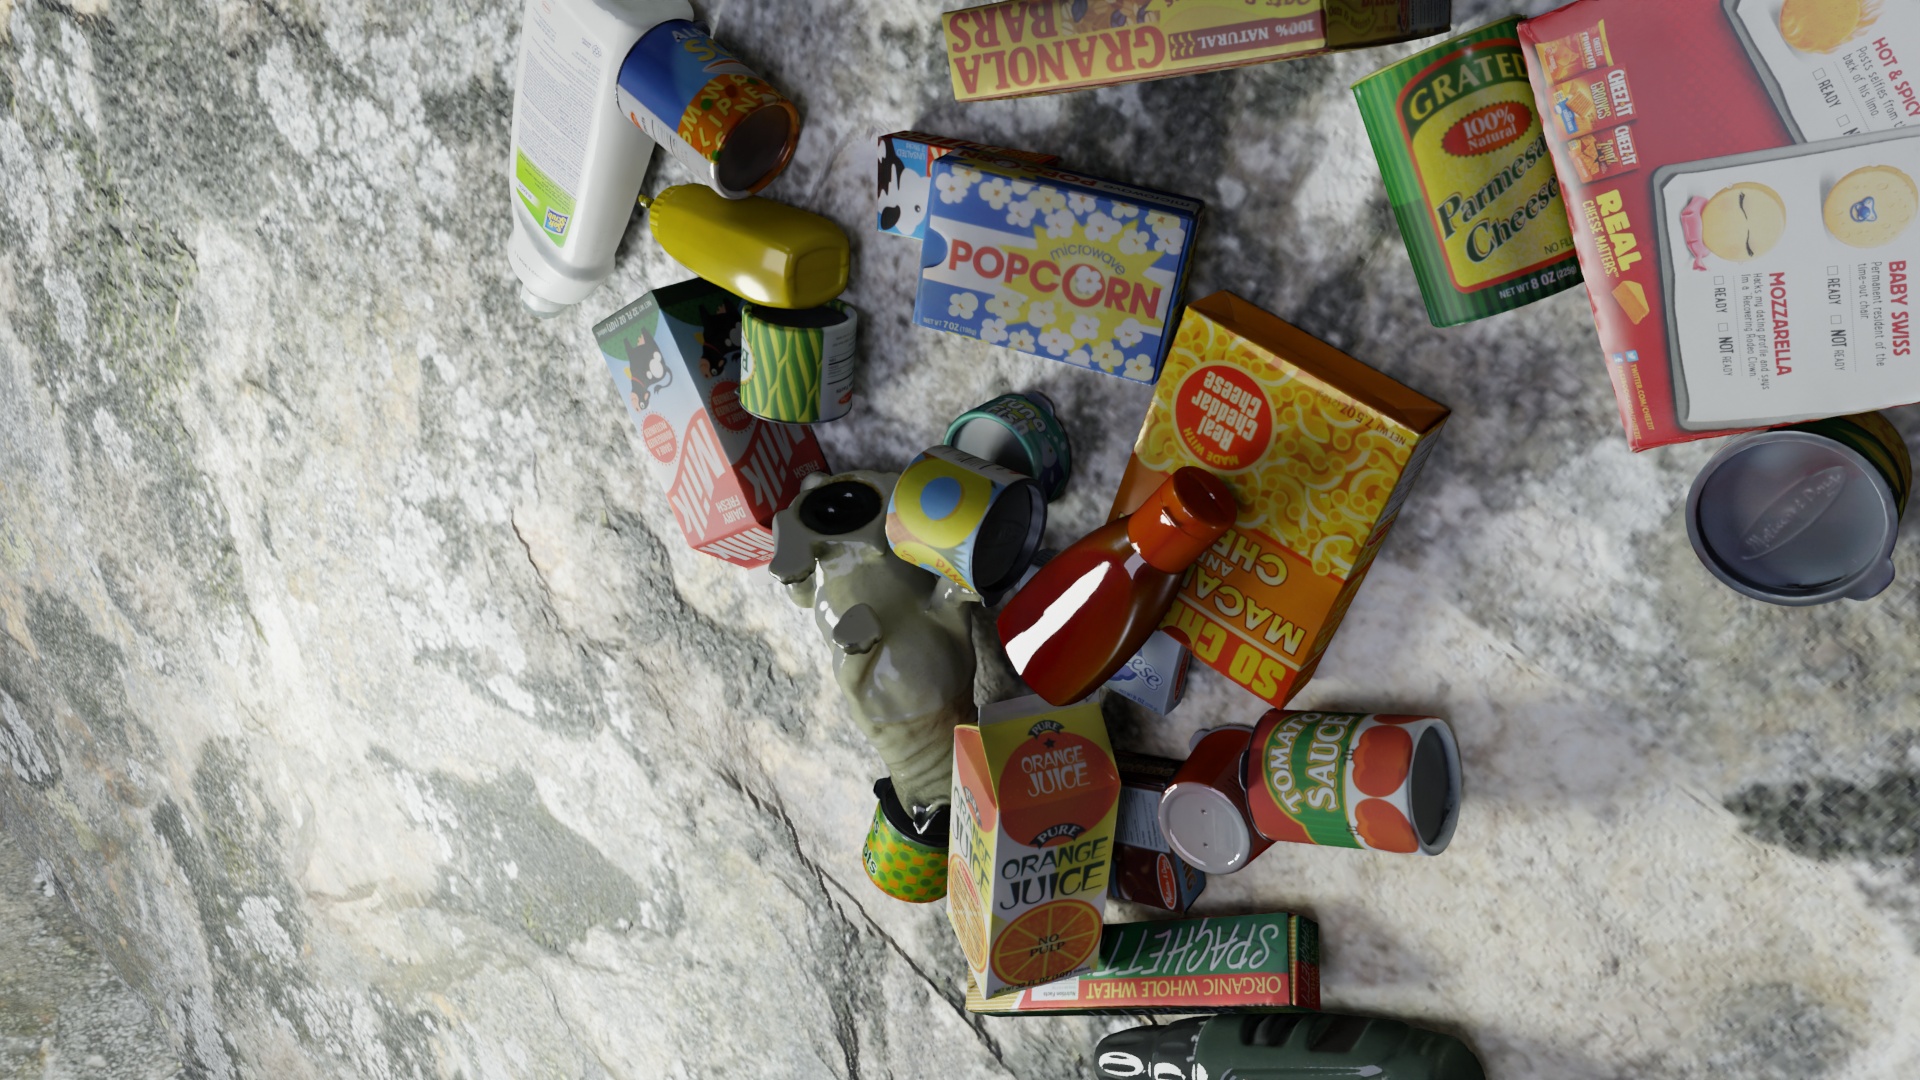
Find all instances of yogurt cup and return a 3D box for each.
[{"bbox_3d":[0.140,0.139,0.731,0.072,0.054,0.072,17,120,32],"label":"yogurt cup"}]

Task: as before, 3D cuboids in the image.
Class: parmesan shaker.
[{"bbox_3d":[0.204,-0.143,0.544,0.071,0.071,0.103,-15,100,43],"label":"parmesan shaker"}]

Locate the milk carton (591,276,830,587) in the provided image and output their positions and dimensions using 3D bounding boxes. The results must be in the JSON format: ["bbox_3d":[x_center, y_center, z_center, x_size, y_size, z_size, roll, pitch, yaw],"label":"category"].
[{"bbox_3d":[-0.144,-0.063,0.862,0.072,0.074,0.190,-17,98,43],"label":"milk carton"}]

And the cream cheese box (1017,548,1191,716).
[{"bbox_3d":[0.078,0.049,0.762,0.104,0.024,0.053,26,123,29],"label":"cream cheese box"}]

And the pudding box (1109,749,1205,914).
[{"bbox_3d":[0.106,0.165,0.787,0.049,0.030,0.083,3,111,38],"label":"pudding box"}]

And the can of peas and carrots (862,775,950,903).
[{"bbox_3d":[-0.027,0.186,0.881,0.071,0.071,0.058,35,129,23],"label":"can of peas and carrots"}]

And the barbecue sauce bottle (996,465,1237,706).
[{"bbox_3d":[0.077,0.021,0.681,0.065,0.044,0.147,56,135,16],"label":"barbecue sauce bottle"}]

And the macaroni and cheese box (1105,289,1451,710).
[{"bbox_3d":[0.140,-0.018,0.670,0.124,0.040,0.165,34,128,24],"label":"macaroni and cheese box"}]

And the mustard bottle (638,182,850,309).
[{"bbox_3d":[-0.136,-0.178,0.813,0.160,0.065,0.048,27,124,35],"label":"mustard bottle"}]

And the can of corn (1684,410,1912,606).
[{"bbox_3d":[0.313,-0.015,0.514,0.071,0.058,0.071,17,119,33],"label":"can of corn"}]

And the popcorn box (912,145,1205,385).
[{"bbox_3d":[0.046,-0.134,0.672,0.127,0.038,0.084,16,122,12],"label":"popcorn box"}]

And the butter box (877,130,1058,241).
[{"bbox_3d":[0.003,-0.179,0.721,0.103,0.024,0.053,20,122,33],"label":"butter box"}]

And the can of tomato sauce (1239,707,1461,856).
[{"bbox_3d":[0.188,0.115,0.669,0.083,0.071,0.071,-3,107,40],"label":"can of tomato sauce"}]

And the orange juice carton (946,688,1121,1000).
[{"bbox_3d":[0.039,0.160,0.780,0.073,0.072,0.191,-123,30,-52],"label":"orange juice carton"}]

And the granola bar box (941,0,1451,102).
[{"bbox_3d":[0.096,-0.209,0.562,0.165,0.125,0.039,6,112,38],"label":"granola bar box"}]

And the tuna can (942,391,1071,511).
[{"bbox_3d":[0.025,-0.046,0.757,0.071,0.033,0.070,18,120,33],"label":"tuna can"}]

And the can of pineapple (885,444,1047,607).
[{"bbox_3d":[0.003,-0.009,0.721,0.058,0.071,0.070,23,123,31],"label":"can of pineapple"}]

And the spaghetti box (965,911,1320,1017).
[{"bbox_3d":[0.099,0.253,0.817,0.249,0.028,0.050,-19,56,43],"label":"spaghetti box"}]

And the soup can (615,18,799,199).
[{"bbox_3d":[-0.140,-0.245,0.783,0.084,0.072,0.071,41,130,17],"label":"soup can"}]

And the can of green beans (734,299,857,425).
[{"bbox_3d":[-0.094,-0.106,0.805,0.071,0.071,0.057,24,123,30],"label":"can of green beans"}]
